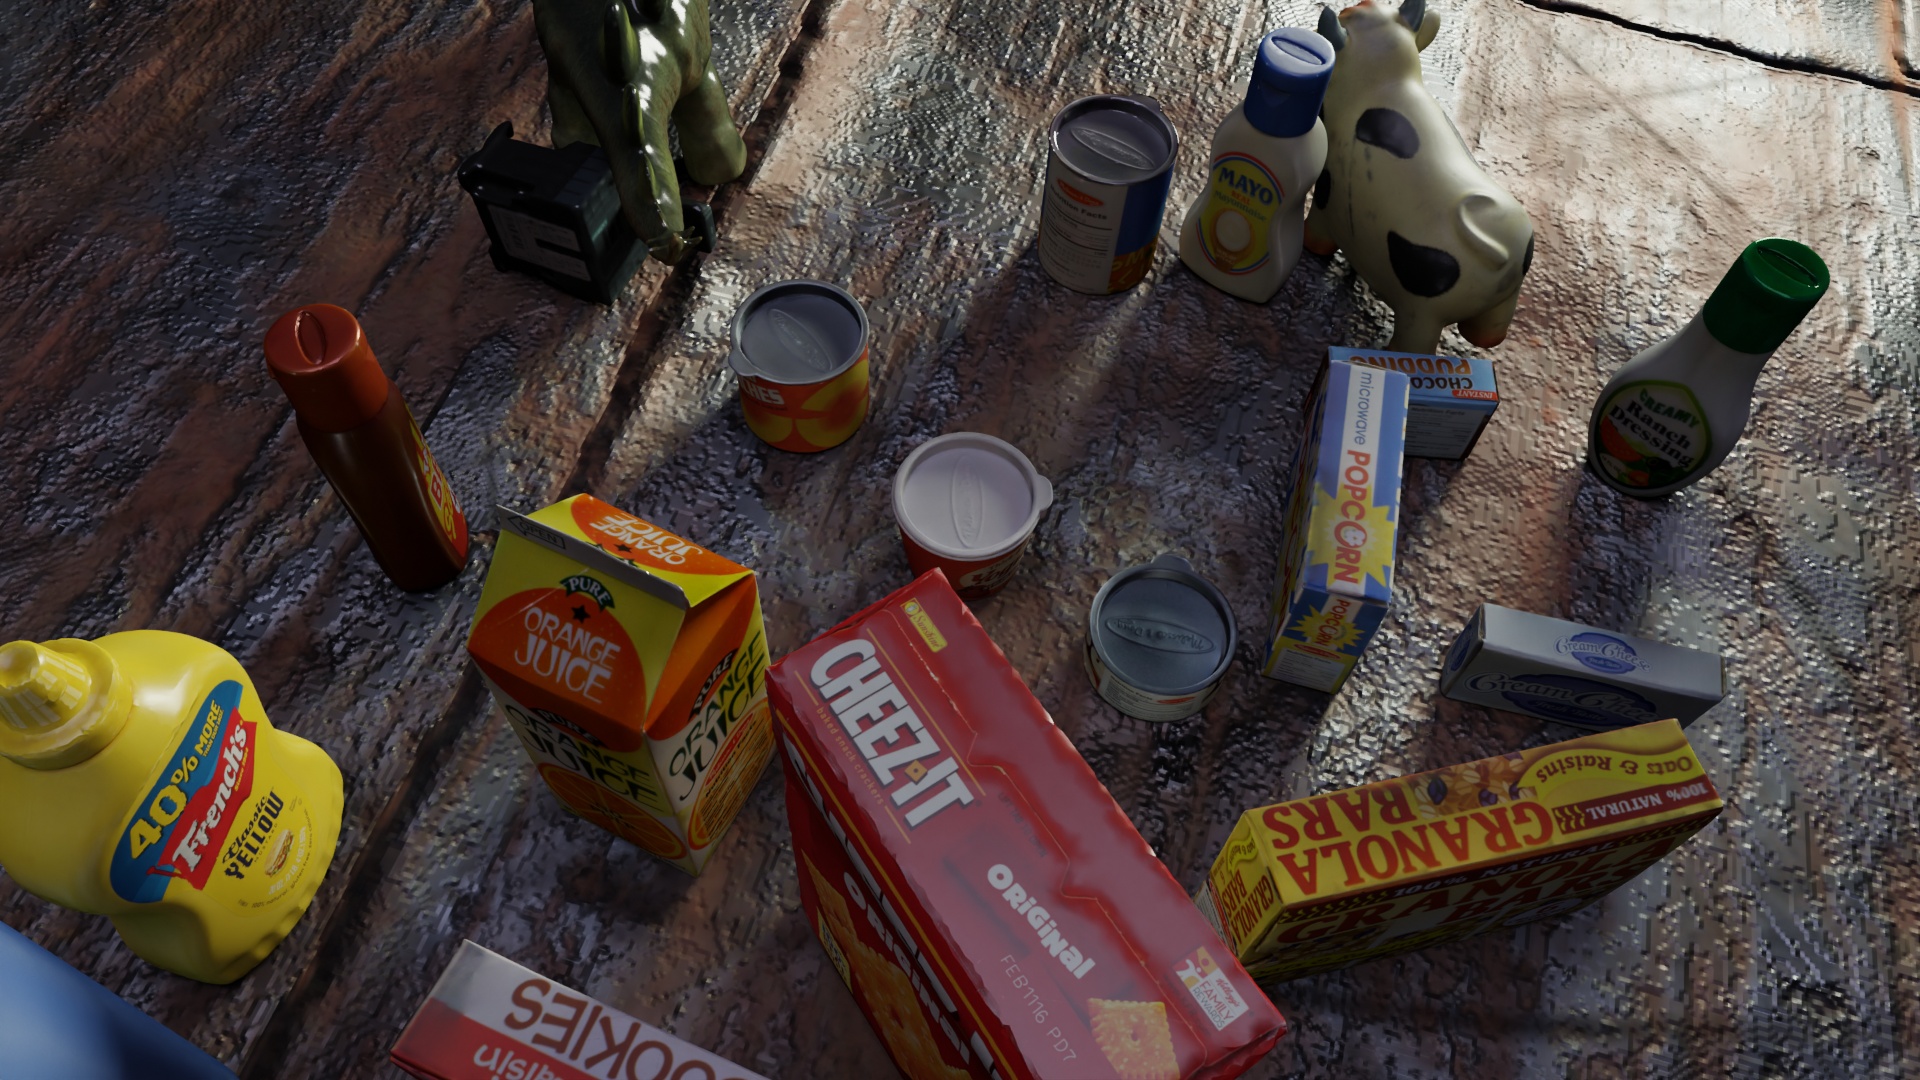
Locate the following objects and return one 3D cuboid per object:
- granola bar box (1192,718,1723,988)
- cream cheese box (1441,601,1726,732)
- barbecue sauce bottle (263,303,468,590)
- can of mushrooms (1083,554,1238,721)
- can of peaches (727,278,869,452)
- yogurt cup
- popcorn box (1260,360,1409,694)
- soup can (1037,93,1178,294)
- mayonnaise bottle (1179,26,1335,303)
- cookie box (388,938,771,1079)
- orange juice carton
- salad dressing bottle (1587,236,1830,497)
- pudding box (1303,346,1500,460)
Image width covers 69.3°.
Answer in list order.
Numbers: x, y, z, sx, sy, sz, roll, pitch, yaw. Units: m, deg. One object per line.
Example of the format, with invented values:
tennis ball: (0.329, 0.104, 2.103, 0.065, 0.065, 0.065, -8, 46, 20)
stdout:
granola bar box: (0.179, 0.124, 0.527, 0.166, 0.123, 0.039, -10, 59, -9)
cream cheese box: (0.272, 0.060, 0.612, 0.104, 0.053, 0.024, 13, 59, 5)
barbecue sauce bottle: (-0.253, -0.039, 0.595, 0.044, 0.147, 0.065, -20, 61, -14)
can of mushrooms: (0.090, 0.044, 0.626, 0.071, 0.033, 0.071, 1, 58, -2)
can of peaches: (-0.080, -0.084, 0.684, 0.071, 0.057, 0.071, 1, 58, -2)
yogurt cup: (0.002, -0.008, 0.642, 0.072, 0.053, 0.073, 1, 58, -2)
popcorn box: (0.170, -0.007, 0.630, 0.038, 0.084, 0.127, 13, 59, 5)
soup can: (0.078, -0.184, 0.737, 0.071, 0.083, 0.071, 1, 58, -2)
mayonnaise bottle: (0.153, -0.189, 0.706, 0.065, 0.147, 0.041, 33, 63, 17)
cookie box: (-0.097, 0.192, 0.447, 0.123, 0.166, 0.040, 20, 60, 10)
orange juice carton: (-0.121, 0.051, 0.519, 0.072, 0.191, 0.073, 24, 61, 12)
salad dressing bottle: (0.345, -0.078, 0.645, 0.044, 0.147, 0.064, -38, 67, -22)
pudding box: (0.218, -0.068, 0.691, 0.084, 0.049, 0.030, 4, 58, 0)
